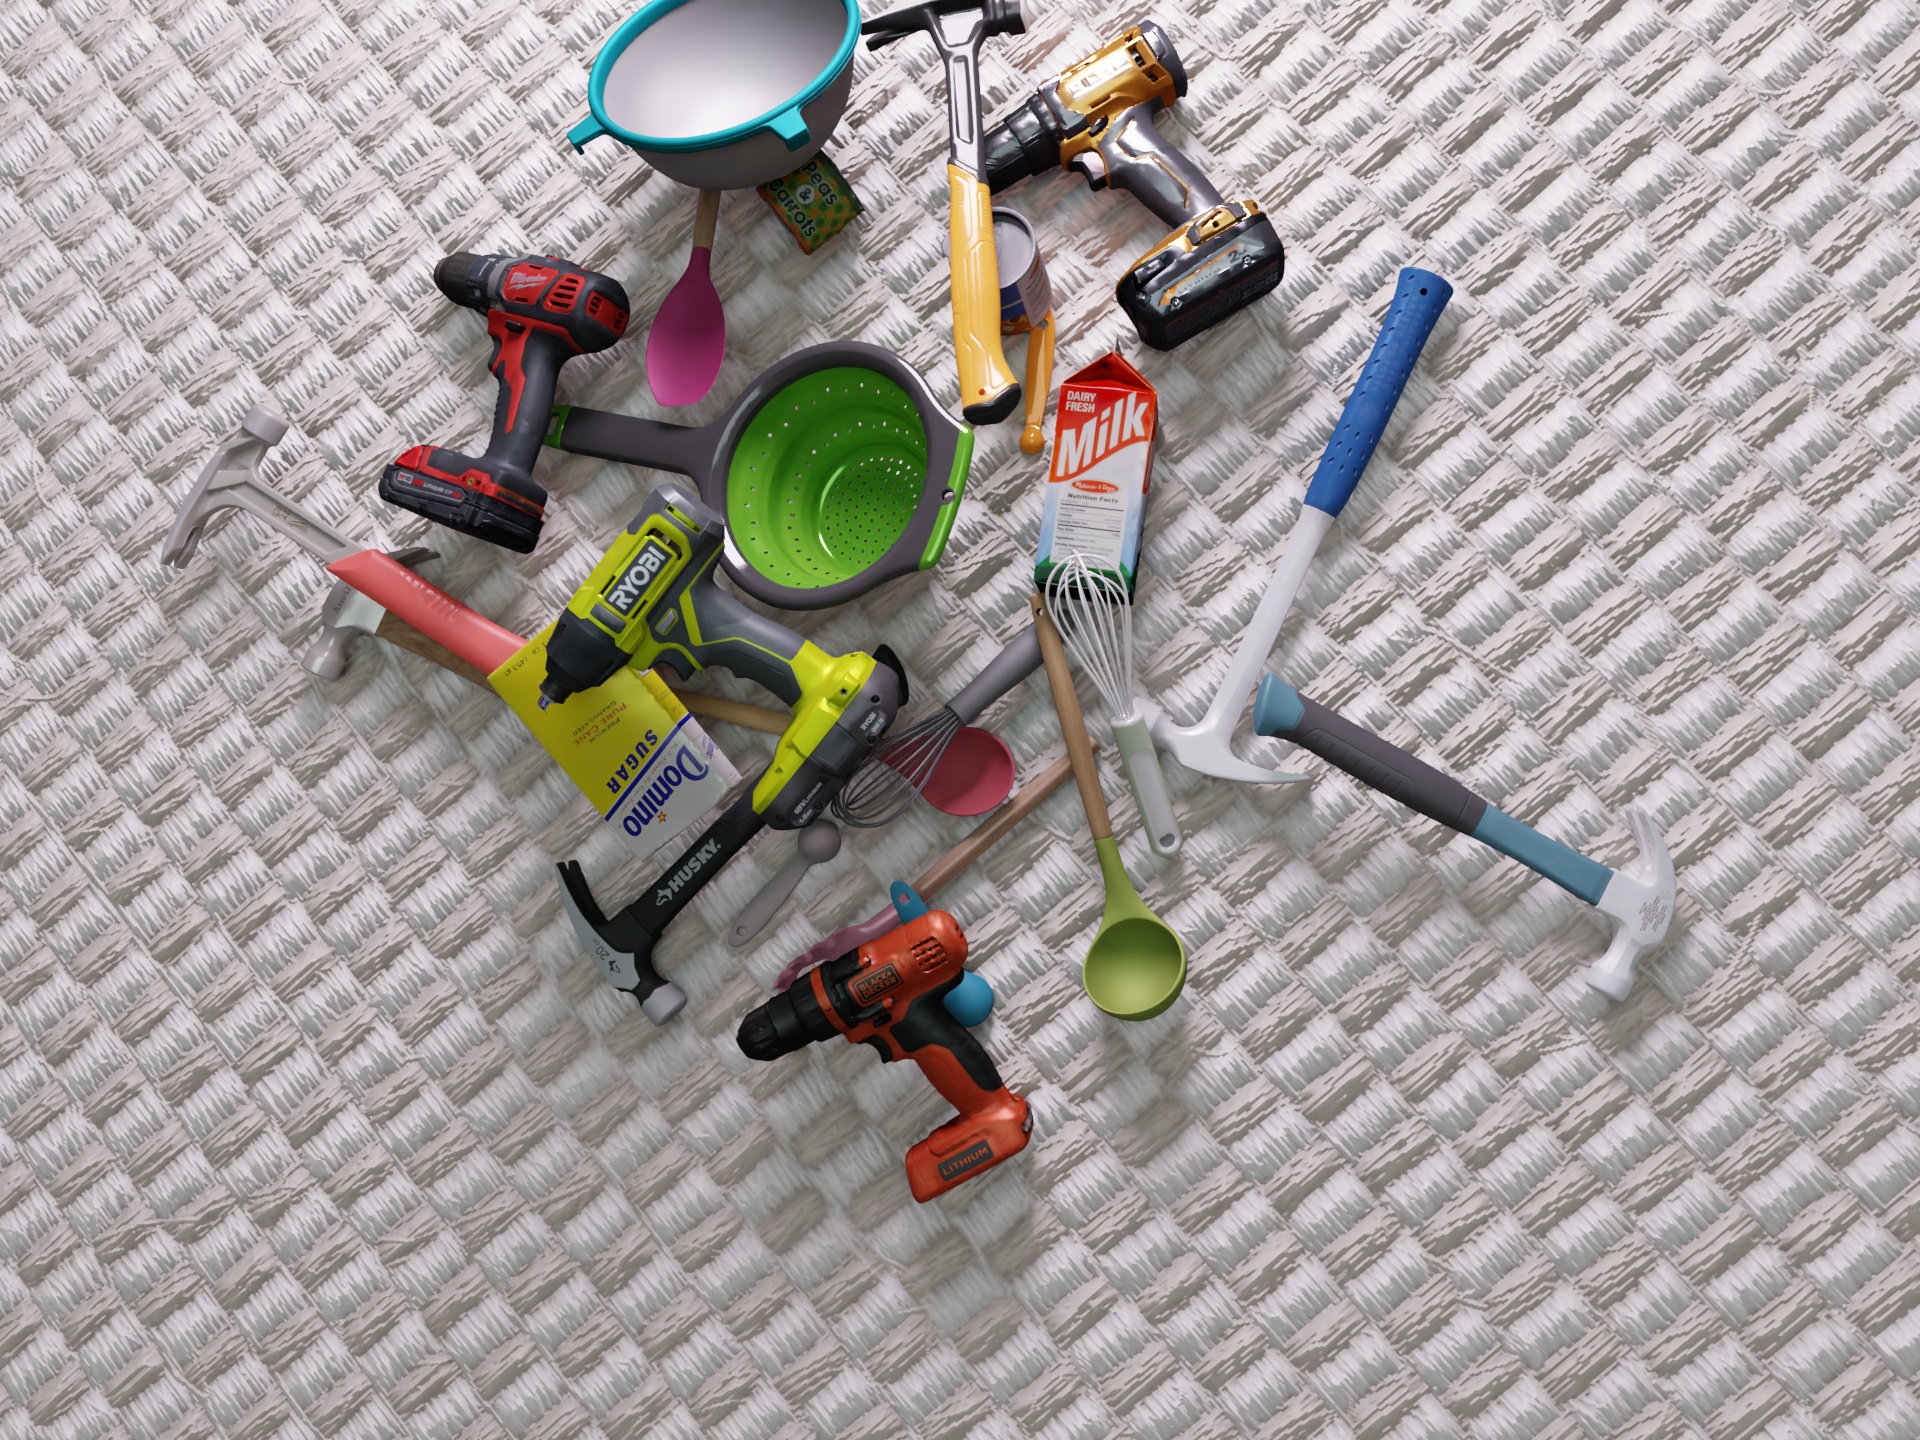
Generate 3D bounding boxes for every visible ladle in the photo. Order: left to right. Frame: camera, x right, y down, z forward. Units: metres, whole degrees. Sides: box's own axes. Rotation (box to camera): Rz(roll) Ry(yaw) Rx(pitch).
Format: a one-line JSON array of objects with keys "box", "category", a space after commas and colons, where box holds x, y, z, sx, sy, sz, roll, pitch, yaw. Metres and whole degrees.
[{"box": [-0.109, 0.011, 1.224, 0.315, 0.031, 0.069, 14, 79, 11], "category": "ladle"}, {"box": [0.095, 0.061, 1.161, 0.078, 0.062, 0.320, -16, 88, 16], "category": "ladle"}]

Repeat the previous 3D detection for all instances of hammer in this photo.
[{"box": [-0.453, -0.099, 1.245, 0.359, 0.036, 0.149, 32, 91, 9], "category": "hammer"}, {"box": [-0.358, -0.035, 1.262, 0.331, 0.031, 0.130, 25, 90, 9], "category": "hammer"}, {"box": [-0.165, 0.068, 1.206, 0.335, 0.035, 0.146, -45, 81, 9], "category": "hammer"}, {"box": [-0.001, -0.372, 1.152, 0.127, 0.034, 0.337, -7, 76, 11], "category": "hammer"}, {"box": [0.266, -0.142, 1.178, 0.144, 0.035, 0.405, 25, 89, 10], "category": "hammer"}, {"box": [0.354, 0.064, 1.128, 0.331, 0.033, 0.128, 29, 88, 1], "category": "hammer"}]

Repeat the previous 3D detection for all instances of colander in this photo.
[{"box": [-0.155, -0.189, 1.226, 0.397, 0.094, 0.204, 15, 85, 27], "category": "colander"}]

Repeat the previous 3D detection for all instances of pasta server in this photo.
[{"box": [-0.016, 0.120, 1.196, 0.316, 0.040, 0.060, -41, 103, 2], "category": "pasta server"}]

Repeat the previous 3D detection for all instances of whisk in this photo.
[{"box": [-0.002, -0.004, 1.178, 0.239, 0.055, 0.055, -42, 81, -14], "category": "whisk"}, {"box": [0.117, -0.009, 1.142, 0.058, 0.059, 0.246, -21, 109, -2], "category": "whisk"}]

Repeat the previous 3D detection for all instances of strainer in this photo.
[{"box": [-0.147, -0.520, 1.227, 0.211, 0.095, 0.341, 6, 58, 20], "category": "strainer"}]

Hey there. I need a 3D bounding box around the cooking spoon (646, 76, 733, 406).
[{"box": [-0.199, -0.389, 1.244, 0.069, 0.017, 0.319, -1, 73, 21], "category": "cooking spoon"}]

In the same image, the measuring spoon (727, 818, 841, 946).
[{"box": [-0.139, 0.127, 1.222, 0.034, 0.018, 0.124, 41, 93, 9], "category": "measuring spoon"}]

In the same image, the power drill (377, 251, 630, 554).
[{"box": [-0.372, -0.262, 1.251, 0.188, 0.080, 0.227, 20, 88, 29], "category": "power drill"}]

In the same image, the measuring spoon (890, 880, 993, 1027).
[{"box": [-0.017, 0.175, 1.179, 0.042, 0.021, 0.128, -30, 101, 0], "category": "measuring spoon"}]

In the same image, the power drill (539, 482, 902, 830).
[{"box": [-0.167, -0.032, 1.106, 0.223, 0.080, 0.171, 38, 97, -9], "category": "power drill"}]

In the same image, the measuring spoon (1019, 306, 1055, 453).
[{"box": [0.060, -0.264, 1.229, 0.021, 0.011, 0.117, 5, 86, 9], "category": "measuring spoon"}]

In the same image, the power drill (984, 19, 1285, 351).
[{"box": [0.118, -0.393, 1.200, 0.185, 0.084, 0.226, -29, 78, 5], "category": "power drill"}]
